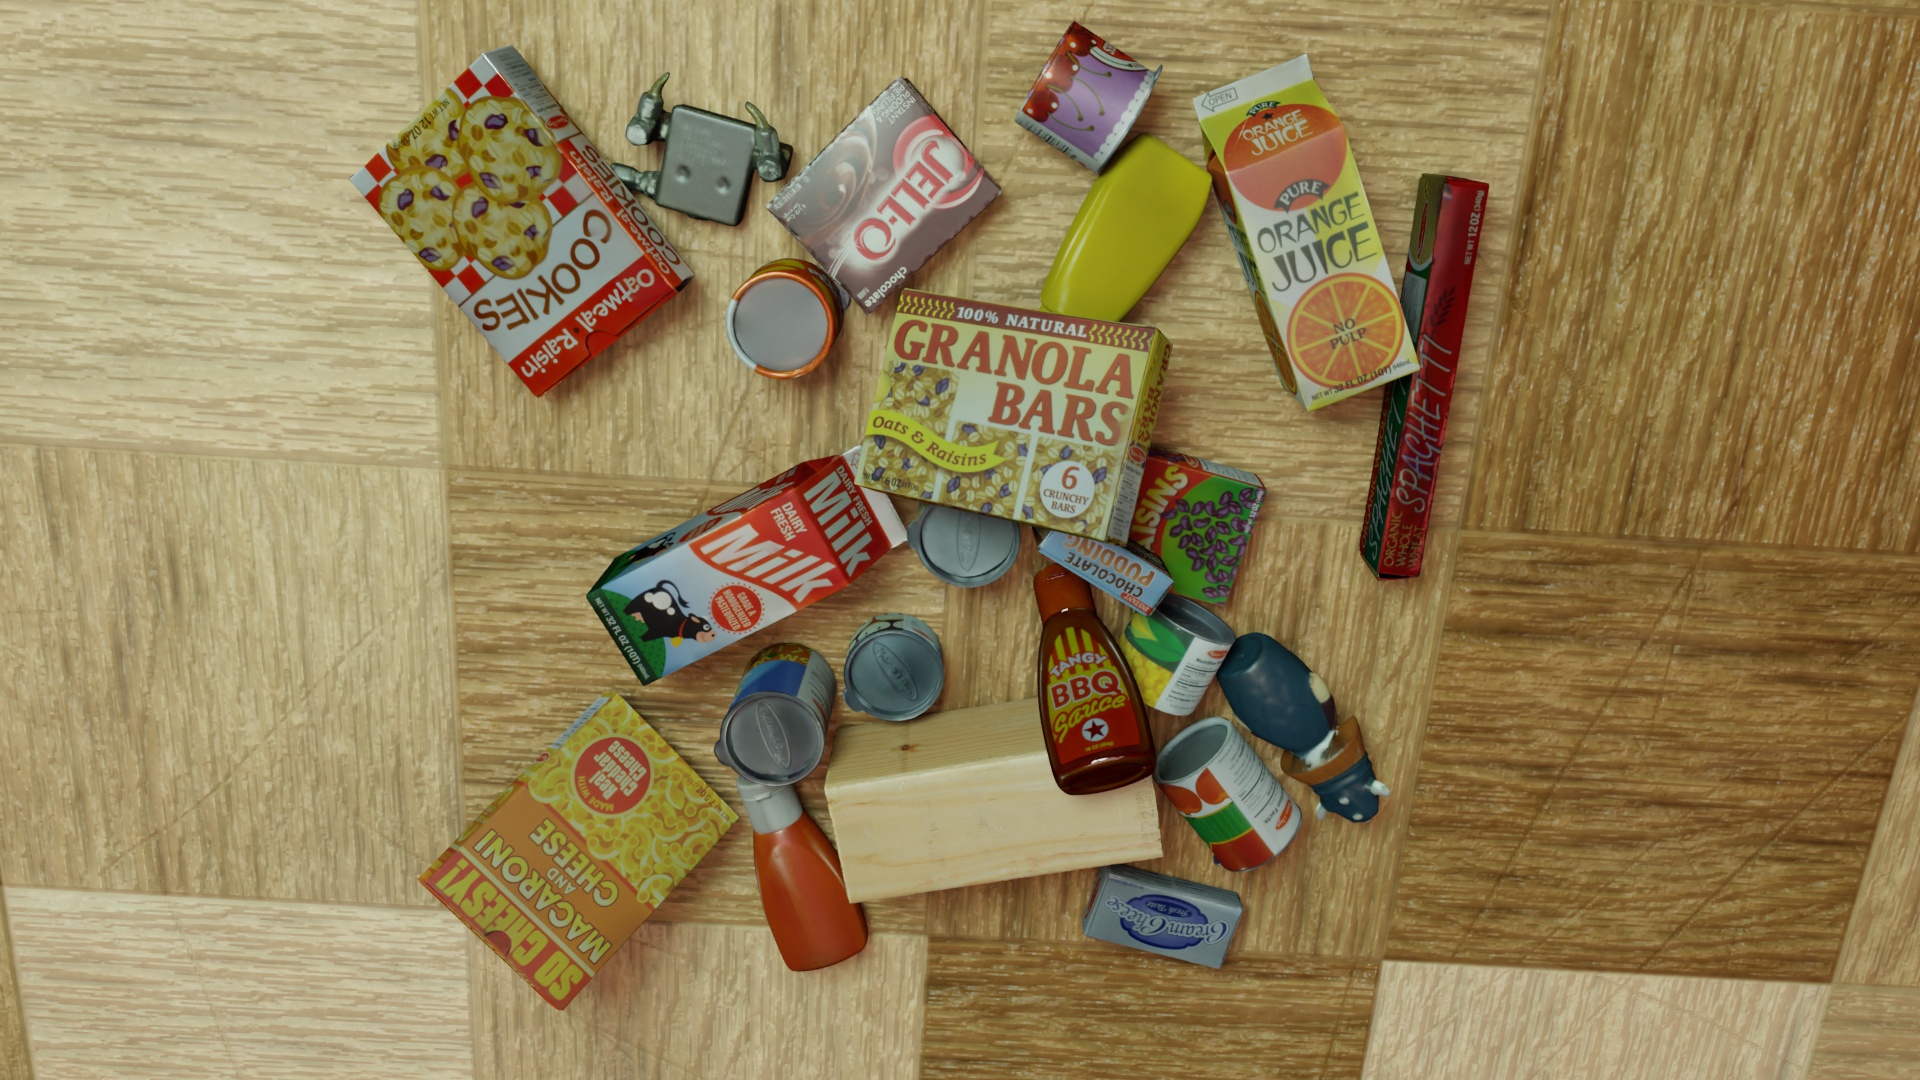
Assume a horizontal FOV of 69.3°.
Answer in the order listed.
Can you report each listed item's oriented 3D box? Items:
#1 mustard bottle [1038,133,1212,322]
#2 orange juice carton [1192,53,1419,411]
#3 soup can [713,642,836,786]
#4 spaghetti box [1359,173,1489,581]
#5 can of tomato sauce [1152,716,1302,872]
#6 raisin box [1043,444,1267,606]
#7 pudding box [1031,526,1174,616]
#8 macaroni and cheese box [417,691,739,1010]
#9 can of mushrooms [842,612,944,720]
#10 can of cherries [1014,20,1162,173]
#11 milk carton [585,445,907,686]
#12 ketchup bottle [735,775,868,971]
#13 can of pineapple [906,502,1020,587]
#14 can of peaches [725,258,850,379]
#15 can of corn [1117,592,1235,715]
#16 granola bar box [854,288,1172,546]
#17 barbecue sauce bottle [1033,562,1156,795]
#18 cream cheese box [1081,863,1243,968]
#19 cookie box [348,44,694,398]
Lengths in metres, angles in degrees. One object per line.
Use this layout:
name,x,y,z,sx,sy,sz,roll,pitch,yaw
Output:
mustard bottle,0.086,-0.165,0.842,0.065,0.049,0.159,32,106,-9
orange juice carton,0.202,-0.182,0.823,0.072,0.073,0.192,-21,106,7
soup can,-0.120,0.113,0.912,0.071,0.084,0.071,0,108,0
spaghetti box,0.285,-0.099,0.862,0.029,0.050,0.249,4,108,0
can of tomato sauce,0.178,0.172,0.941,0.071,0.071,0.083,-36,104,11
raisin box,0.122,-0.016,0.894,0.123,0.040,0.085,15,108,-6
pudding box,0.086,0.008,0.854,0.083,0.050,0.030,31,104,-10
macaroni and cheese box,-0.249,0.202,0.916,0.123,0.040,0.167,49,64,-13
can of mushrooms,-0.046,0.085,0.929,0.071,0.033,0.070,0,108,0
can of cherries,0.073,-0.258,0.803,0.058,0.072,0.071,30,105,-8
milk carton,-0.132,0.011,0.885,0.190,0.074,0.072,-25,106,8
ketchup bottle,-0.115,0.226,0.969,0.065,0.043,0.148,-18,107,0
can of pineapple,0.003,-0.011,0.886,0.071,0.058,0.070,0,108,0
can of peaches,-0.104,-0.136,0.846,0.071,0.058,0.071,0,108,1
can of corn,0.135,0.071,0.909,0.071,0.071,0.058,24,108,-7
granola bar box,0.029,-0.074,0.816,0.165,0.039,0.124,13,88,24
barbecue sauce bottle,0.077,0.083,0.873,0.065,0.149,0.043,-15,144,6
cream cheese box,0.144,0.267,0.992,0.104,0.024,0.053,15,108,-5
cookie box,-0.260,-0.185,0.827,0.122,0.040,0.167,-32,106,22
